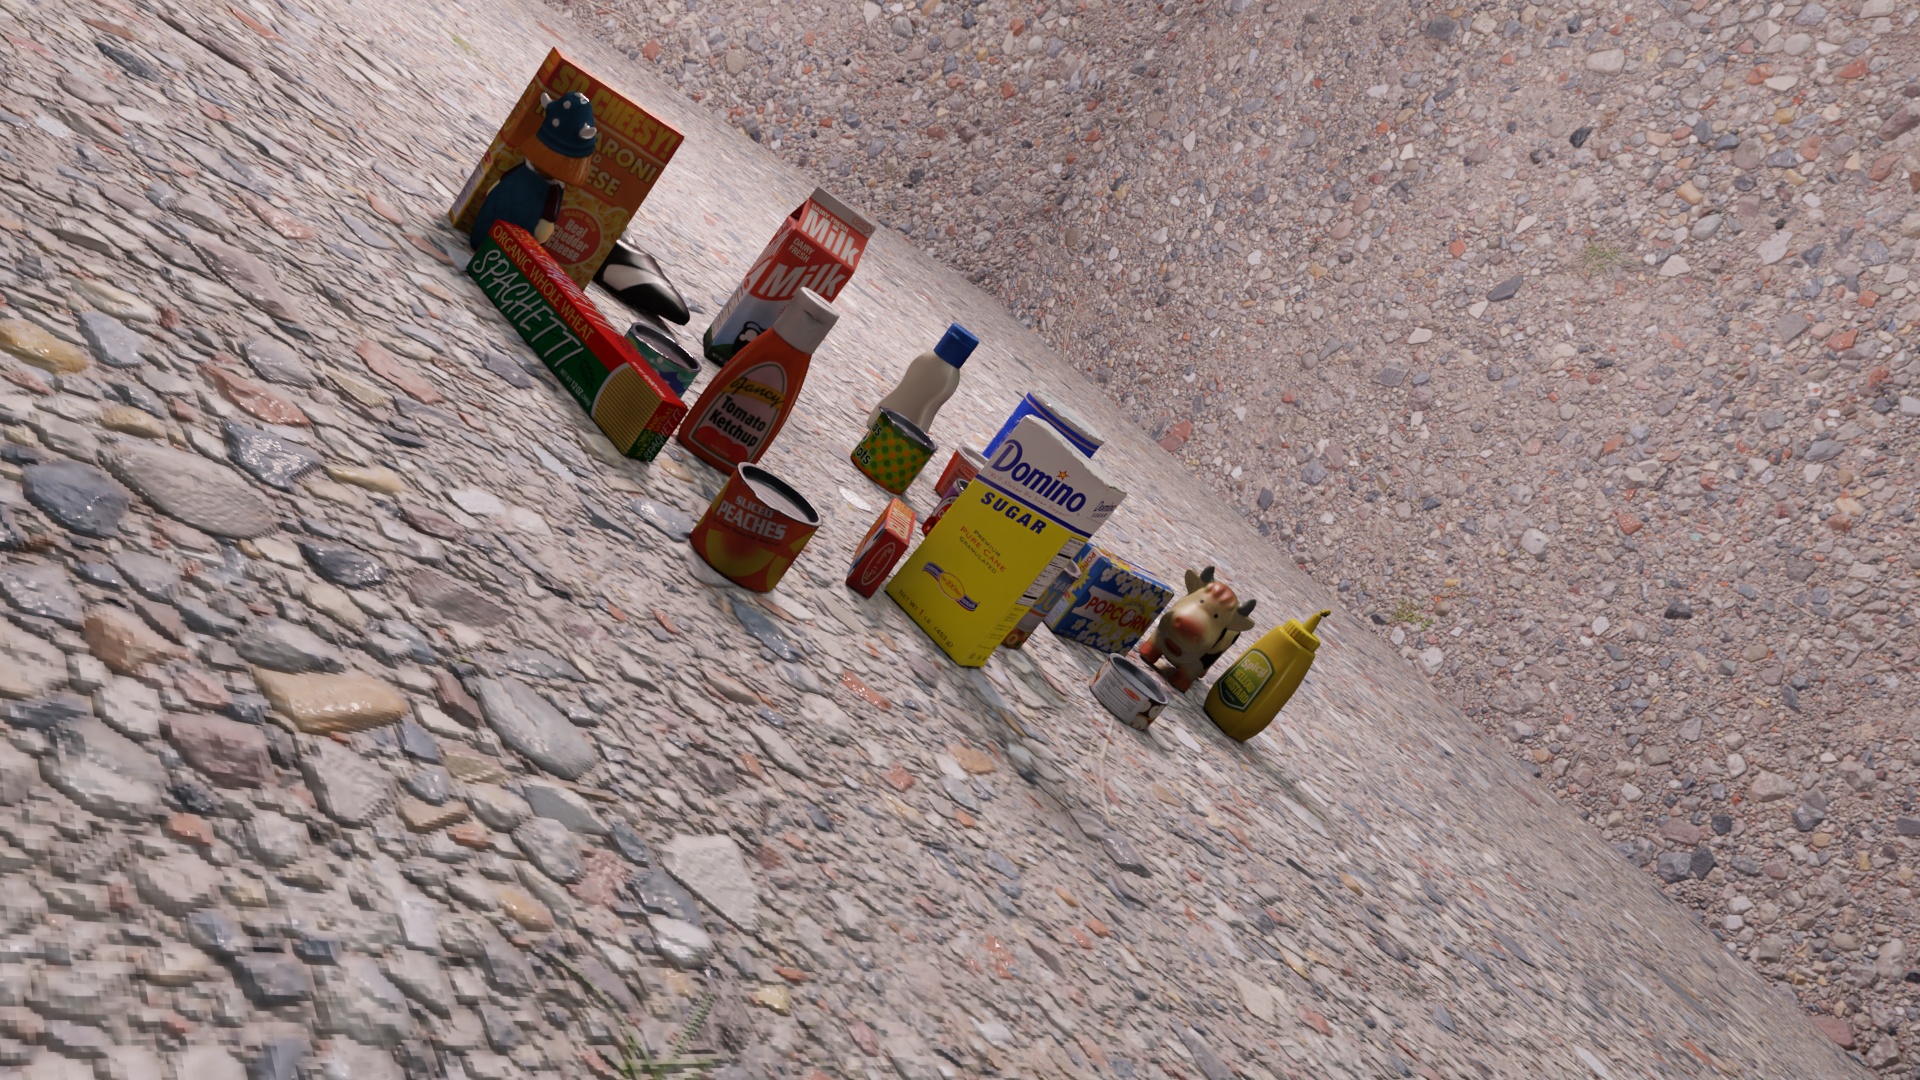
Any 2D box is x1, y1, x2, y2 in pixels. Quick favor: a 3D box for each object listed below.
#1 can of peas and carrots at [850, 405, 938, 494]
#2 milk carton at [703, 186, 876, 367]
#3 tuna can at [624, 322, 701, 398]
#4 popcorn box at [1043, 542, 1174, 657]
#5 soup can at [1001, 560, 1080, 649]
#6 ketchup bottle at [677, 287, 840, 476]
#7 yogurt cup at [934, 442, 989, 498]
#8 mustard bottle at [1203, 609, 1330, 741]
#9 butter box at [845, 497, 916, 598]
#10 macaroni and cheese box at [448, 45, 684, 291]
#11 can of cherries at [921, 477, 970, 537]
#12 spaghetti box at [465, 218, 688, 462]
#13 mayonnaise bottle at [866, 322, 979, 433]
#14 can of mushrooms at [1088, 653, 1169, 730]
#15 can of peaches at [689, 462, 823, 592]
[{"bbox_3d":[-0.067,-0.088,1.351,0.071,0.058,0.071,36,13,-9],"label":"can of peas and carrots"},{"bbox_3d":[-0.164,-0.243,1.336,0.072,0.190,0.074,33,13,-22],"label":"milk carton"},{"bbox_3d":[-0.248,-0.145,1.124,0.071,0.032,0.071,36,13,-9],"label":"tuna can"},{"bbox_3d":[0.139,0.059,1.333,0.126,0.085,0.038,23,19,-48],"label":"popcorn box"},{"bbox_3d":[0.051,0.041,1.161,0.071,0.083,0.071,36,13,-9],"label":"soup can"},{"bbox_3d":[-0.148,-0.121,1.048,0.064,0.148,0.044,34,13,-18],"label":"ketchup bottle"},{"bbox_3d":[0.010,-0.061,1.472,0.072,0.054,0.072,36,13,-9],"label":"yogurt cup"},{"bbox_3d":[0.314,0.127,1.396,0.049,0.160,0.065,27,17,-42],"label":"mustard bottle"},{"bbox_3d":[-0.060,0.004,1.062,0.024,0.053,0.104,36,13,-8],"label":"butter box"},{"bbox_3d":[-0.332,-0.309,1.171,0.123,0.166,0.040,28,16,-38],"label":"macaroni and cheese box"},{"bbox_3d":[0.005,-0.016,1.293,0.071,0.058,0.072,36,13,-9],"label":"can of cherries"},{"bbox_3d":[-0.283,-0.150,1.007,0.251,0.050,0.028,45,14,29],"label":"spaghetti box"},{"bbox_3d":[-0.037,-0.167,1.506,0.065,0.147,0.041,42,13,18],"label":"mayonnaise bottle"},{"bbox_3d":[0.148,0.133,1.214,0.071,0.033,0.071,36,13,-9],"label":"can of mushrooms"},{"bbox_3d":[-0.133,-0.008,0.897,0.071,0.058,0.071,36,13,-9],"label":"can of peaches"}]
